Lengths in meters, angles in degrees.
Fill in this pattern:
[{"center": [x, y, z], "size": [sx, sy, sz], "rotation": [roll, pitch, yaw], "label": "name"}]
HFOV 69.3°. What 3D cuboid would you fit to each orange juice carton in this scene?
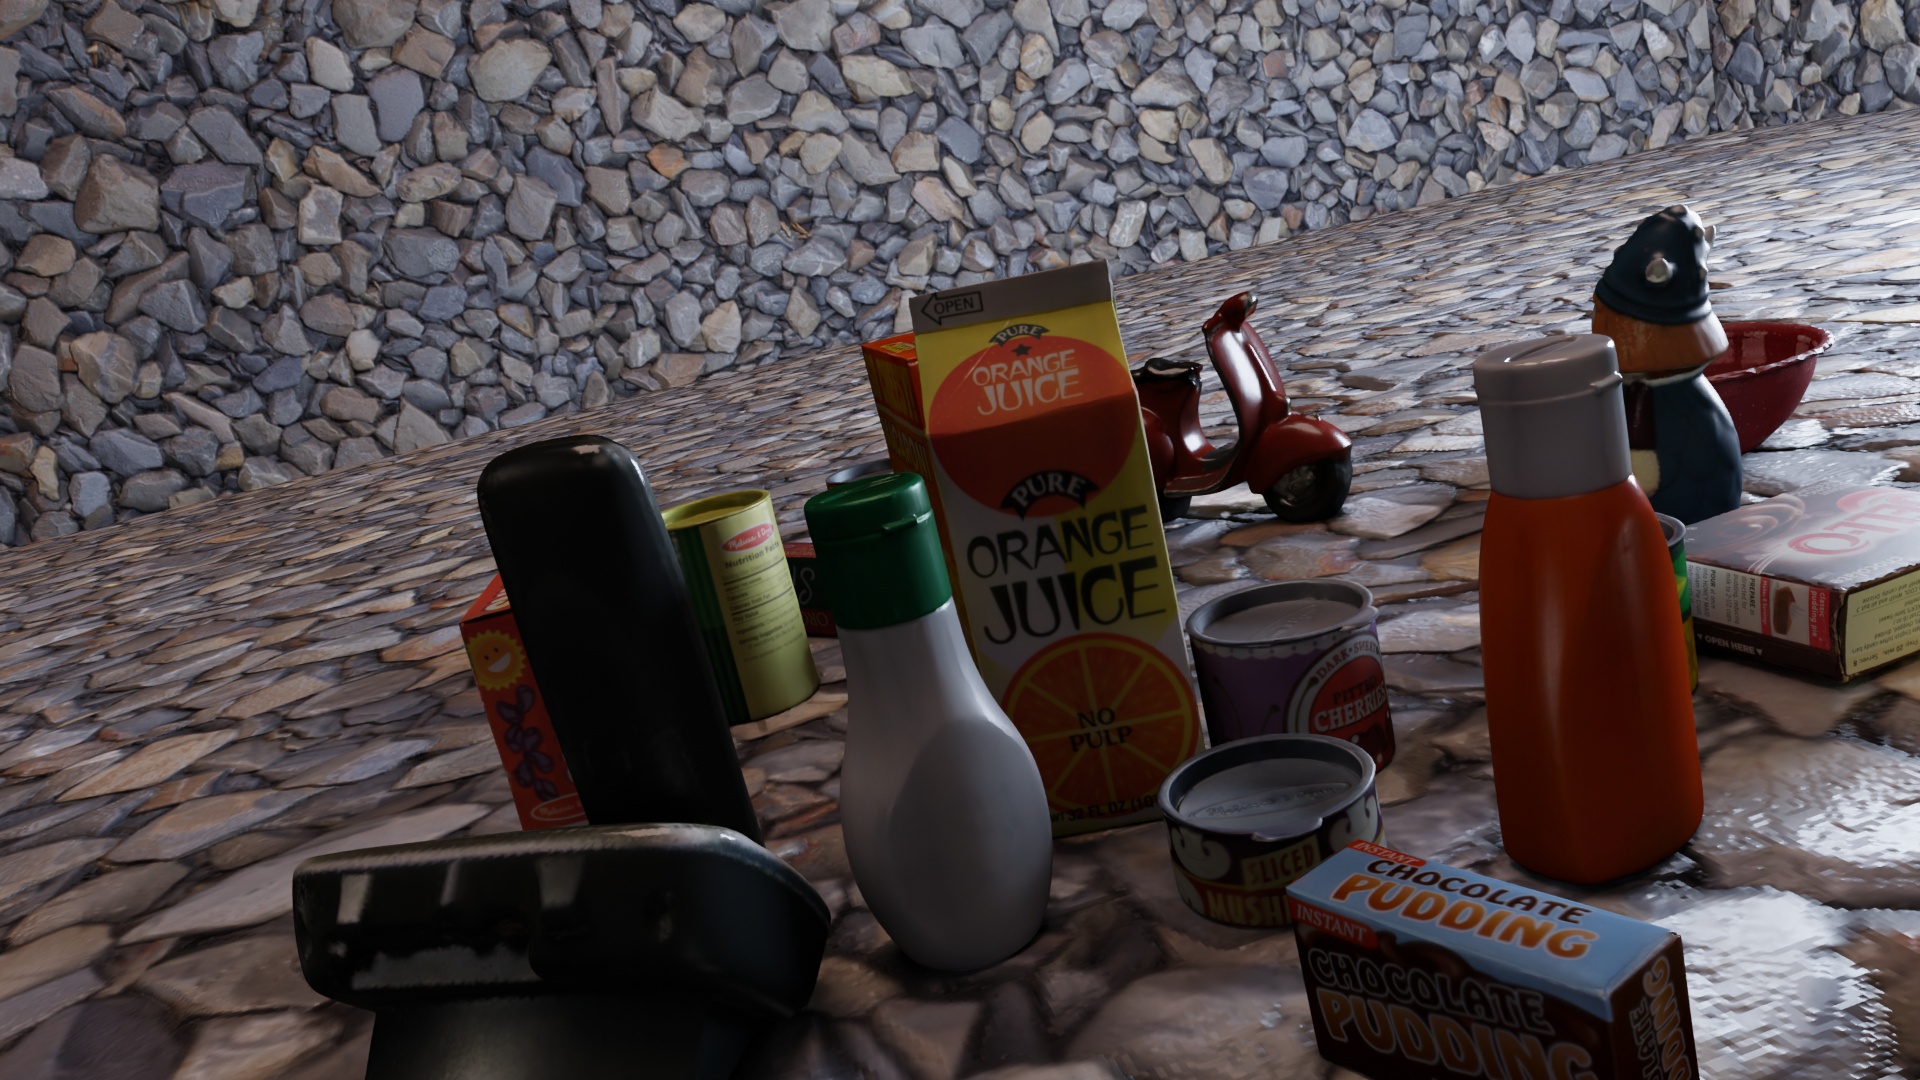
[{"center": [0.037, 0.001, 0.496], "size": [0.072, 0.192, 0.073], "rotation": [-11, 13, 6], "label": "orange juice carton"}]

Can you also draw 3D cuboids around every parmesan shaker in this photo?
[{"center": [-0.117, 0.034, 0.693], "size": [0.071, 0.102, 0.071], "rotation": [-12, 13, 3], "label": "parmesan shaker"}]

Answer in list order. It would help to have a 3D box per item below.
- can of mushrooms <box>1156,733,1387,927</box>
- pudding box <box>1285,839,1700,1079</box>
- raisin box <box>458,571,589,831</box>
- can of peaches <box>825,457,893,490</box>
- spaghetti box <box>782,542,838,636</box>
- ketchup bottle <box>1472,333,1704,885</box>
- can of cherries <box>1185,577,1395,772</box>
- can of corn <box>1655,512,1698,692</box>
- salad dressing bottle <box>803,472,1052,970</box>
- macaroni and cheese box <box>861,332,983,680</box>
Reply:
[{"center": [0.096, 0.088, 0.425], "size": [0.071, 0.033, 0.071], "rotation": [-12, 13, 3], "label": "can of mushrooms"}, {"center": [0.118, 0.103, 0.313], "size": [0.030, 0.049, 0.083], "rotation": [-21, 16, -32], "label": "pudding box"}, {"center": [-0.144, 0.072, 0.522], "size": [0.040, 0.123, 0.086], "rotation": [-14, 13, -4], "label": "raisin box"}, {"center": [-0.056, -0.022, 0.958], "size": [0.071, 0.058, 0.071], "rotation": [-12, 13, 3], "label": "can of peaches"}, {"center": [-0.154, 0.028, 0.862], "size": [0.250, 0.050, 0.029], "rotation": [0, 18, 42], "label": "spaghetti box"}, {"center": [0.174, 0.018, 0.392], "size": [0.065, 0.148, 0.043], "rotation": [-20, 15, -29], "label": "ketchup bottle"}, {"center": [0.120, 0.052, 0.498], "size": [0.071, 0.058, 0.071], "rotation": [-12, 13, 3], "label": "can of cherries"}, {"center": [0.227, 0.027, 0.502], "size": [0.071, 0.058, 0.071], "rotation": [-12, 13, 3], "label": "can of corn"}, {"center": [-0.012, 0.054, 0.420], "size": [0.064, 0.147, 0.044], "rotation": [-20, 15, -28], "label": "salad dressing bottle"}, {"center": [0.002, -0.008, 0.617], "size": [0.040, 0.166, 0.124], "rotation": [-15, 13, -10], "label": "macaroni and cheese box"}]
